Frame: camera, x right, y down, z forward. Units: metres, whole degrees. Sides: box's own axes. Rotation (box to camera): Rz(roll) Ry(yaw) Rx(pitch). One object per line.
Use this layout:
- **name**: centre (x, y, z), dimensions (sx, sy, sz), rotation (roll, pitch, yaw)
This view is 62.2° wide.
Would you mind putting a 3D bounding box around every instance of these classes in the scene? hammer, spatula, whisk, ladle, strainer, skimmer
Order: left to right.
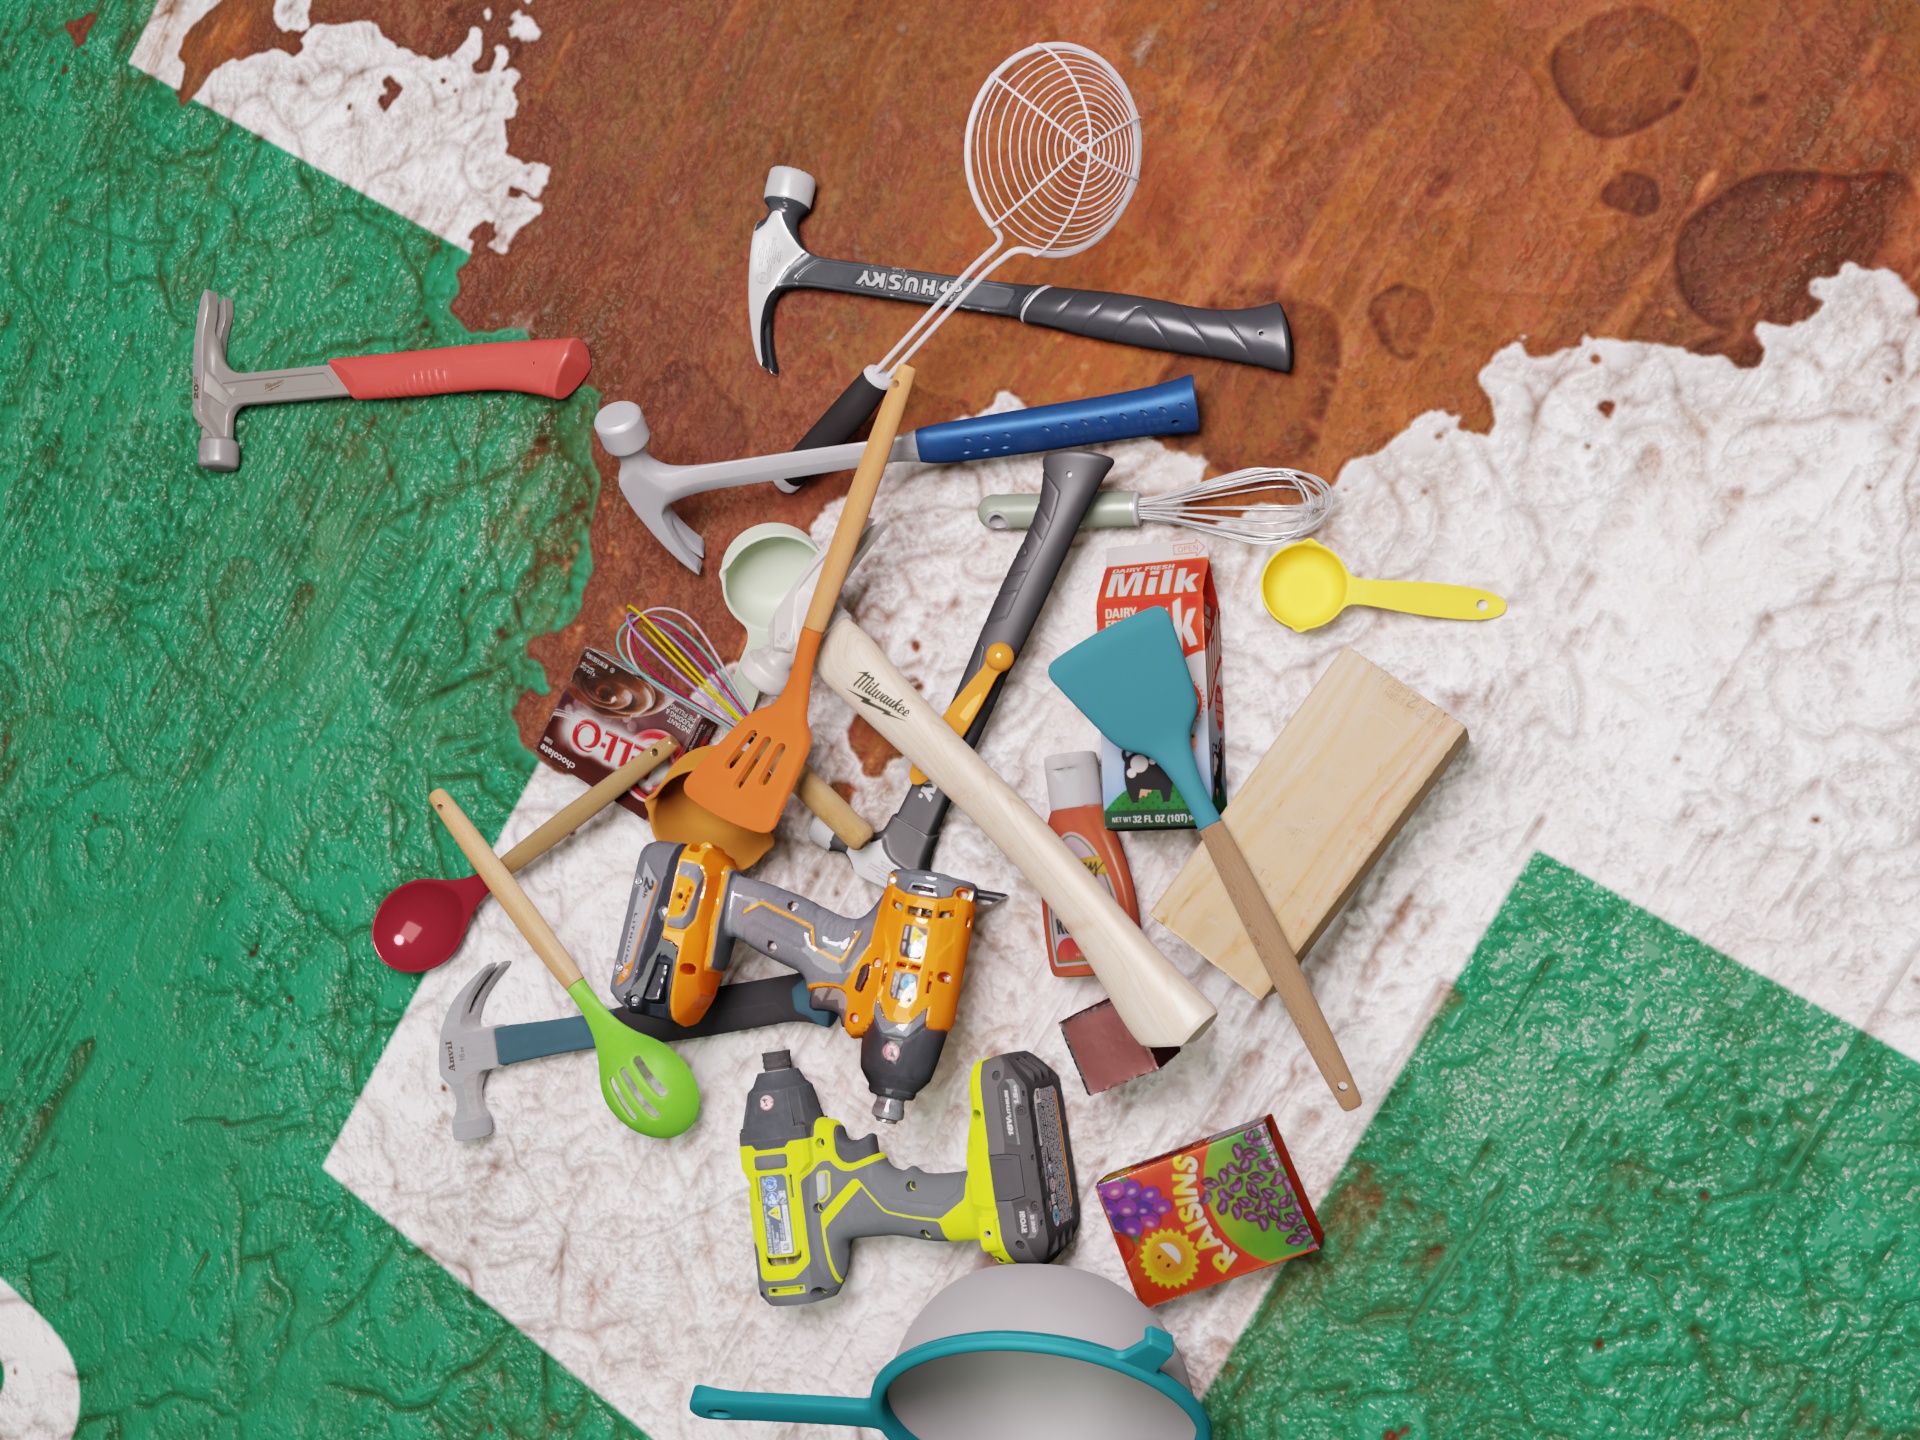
- **hammer**: centre (-0.463, -0.285, 1.276), dimensions (0.359, 0.036, 0.149), rotation (-1, 86, 18)
- **ladle**: centre (-0.325, 0.096, 1.187), dimensions (0.315, 0.031, 0.069), rotation (-34, 83, 21)
- **hammer**: centre (-0.238, 0.225, 1.170), dimensions (0.331, 0.033, 0.128), rotation (-12, 84, 16)
- **whisk**: centre (-0.153, 0.002, 1.114), dimensions (0.245, 0.051, 0.047), rotation (43, 139, 12)
- **spatula**: centre (-0.094, -0.084, 1.059), dimensions (0.081, 0.041, 0.322), rotation (24, 97, 28)
- **hammer**: centre (-0.038, -0.186, 1.107), dimensions (0.405, 0.143, 0.035), rotation (-7, 50, 9)
- **skimmer**: centre (-0.020, -0.291, 1.081), dimensions (0.363, 0.127, 0.090), rotation (-40, 41, 37)
- **strainer**: centre (-0.007, 0.412, 1.026), dimensions (0.340, 0.210, 0.095), rotation (-5, 40, 16)
- **hammer**: centre (0.020, 0.042, 1.031), dimensions (0.411, 0.038, 0.146), rotation (46, 109, 23)
- **hammer**: centre (0.022, -0.029, 1.086), dimensions (0.146, 0.035, 0.334), rotation (28, 102, 17)
- **hammer**: centre (0.033, -0.292, 1.121), dimensions (0.409, 0.036, 0.149), rotation (14, 91, 18)
- **whisk**: centre (0.128, -0.145, 1.079), dimensions (0.246, 0.057, 0.059), rotation (2, 52, 21)
- **spatula**: centre (0.159, 0.087, 0.953), dimensions (0.082, 0.044, 0.318), rotation (-28, 78, 11)

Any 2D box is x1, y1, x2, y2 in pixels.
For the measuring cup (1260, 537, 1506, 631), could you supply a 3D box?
- **measuring cup**: centre (0.274, -0.081, 1.040), dimensions (0.156, 0.029, 0.062), rotation (7, 88, 6)

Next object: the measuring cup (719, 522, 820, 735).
- **measuring cup**: centre (-0.147, -0.066, 1.153), dimensions (0.083, 0.038, 0.167), rotation (10, 118, -20)

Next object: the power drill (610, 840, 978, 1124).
- **power drill**: centre (-0.111, 0.169, 1.060), dimensions (0.226, 0.084, 0.164), rotation (8, 79, 13)

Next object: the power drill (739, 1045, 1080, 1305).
- **power drill**: centre (-0.043, 0.298, 1.081), dimensions (0.223, 0.080, 0.171), rotation (-12, 79, 19)

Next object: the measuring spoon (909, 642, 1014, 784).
- **measuring spoon**: centre (-0.002, -0.003, 1.071), dimensions (0.021, 0.011, 0.117), rotation (39, 105, 16)

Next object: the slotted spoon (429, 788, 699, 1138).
- **slotted spoon**: centre (-0.296, 0.173, 1.155), dimensions (0.070, 0.031, 0.314), rotation (-42, 78, 15)

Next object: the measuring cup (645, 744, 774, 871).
- **measuring cup**: centre (-0.185, 0.096, 1.157), dimensions (0.095, 0.052, 0.173), rotation (18, 119, -2)
